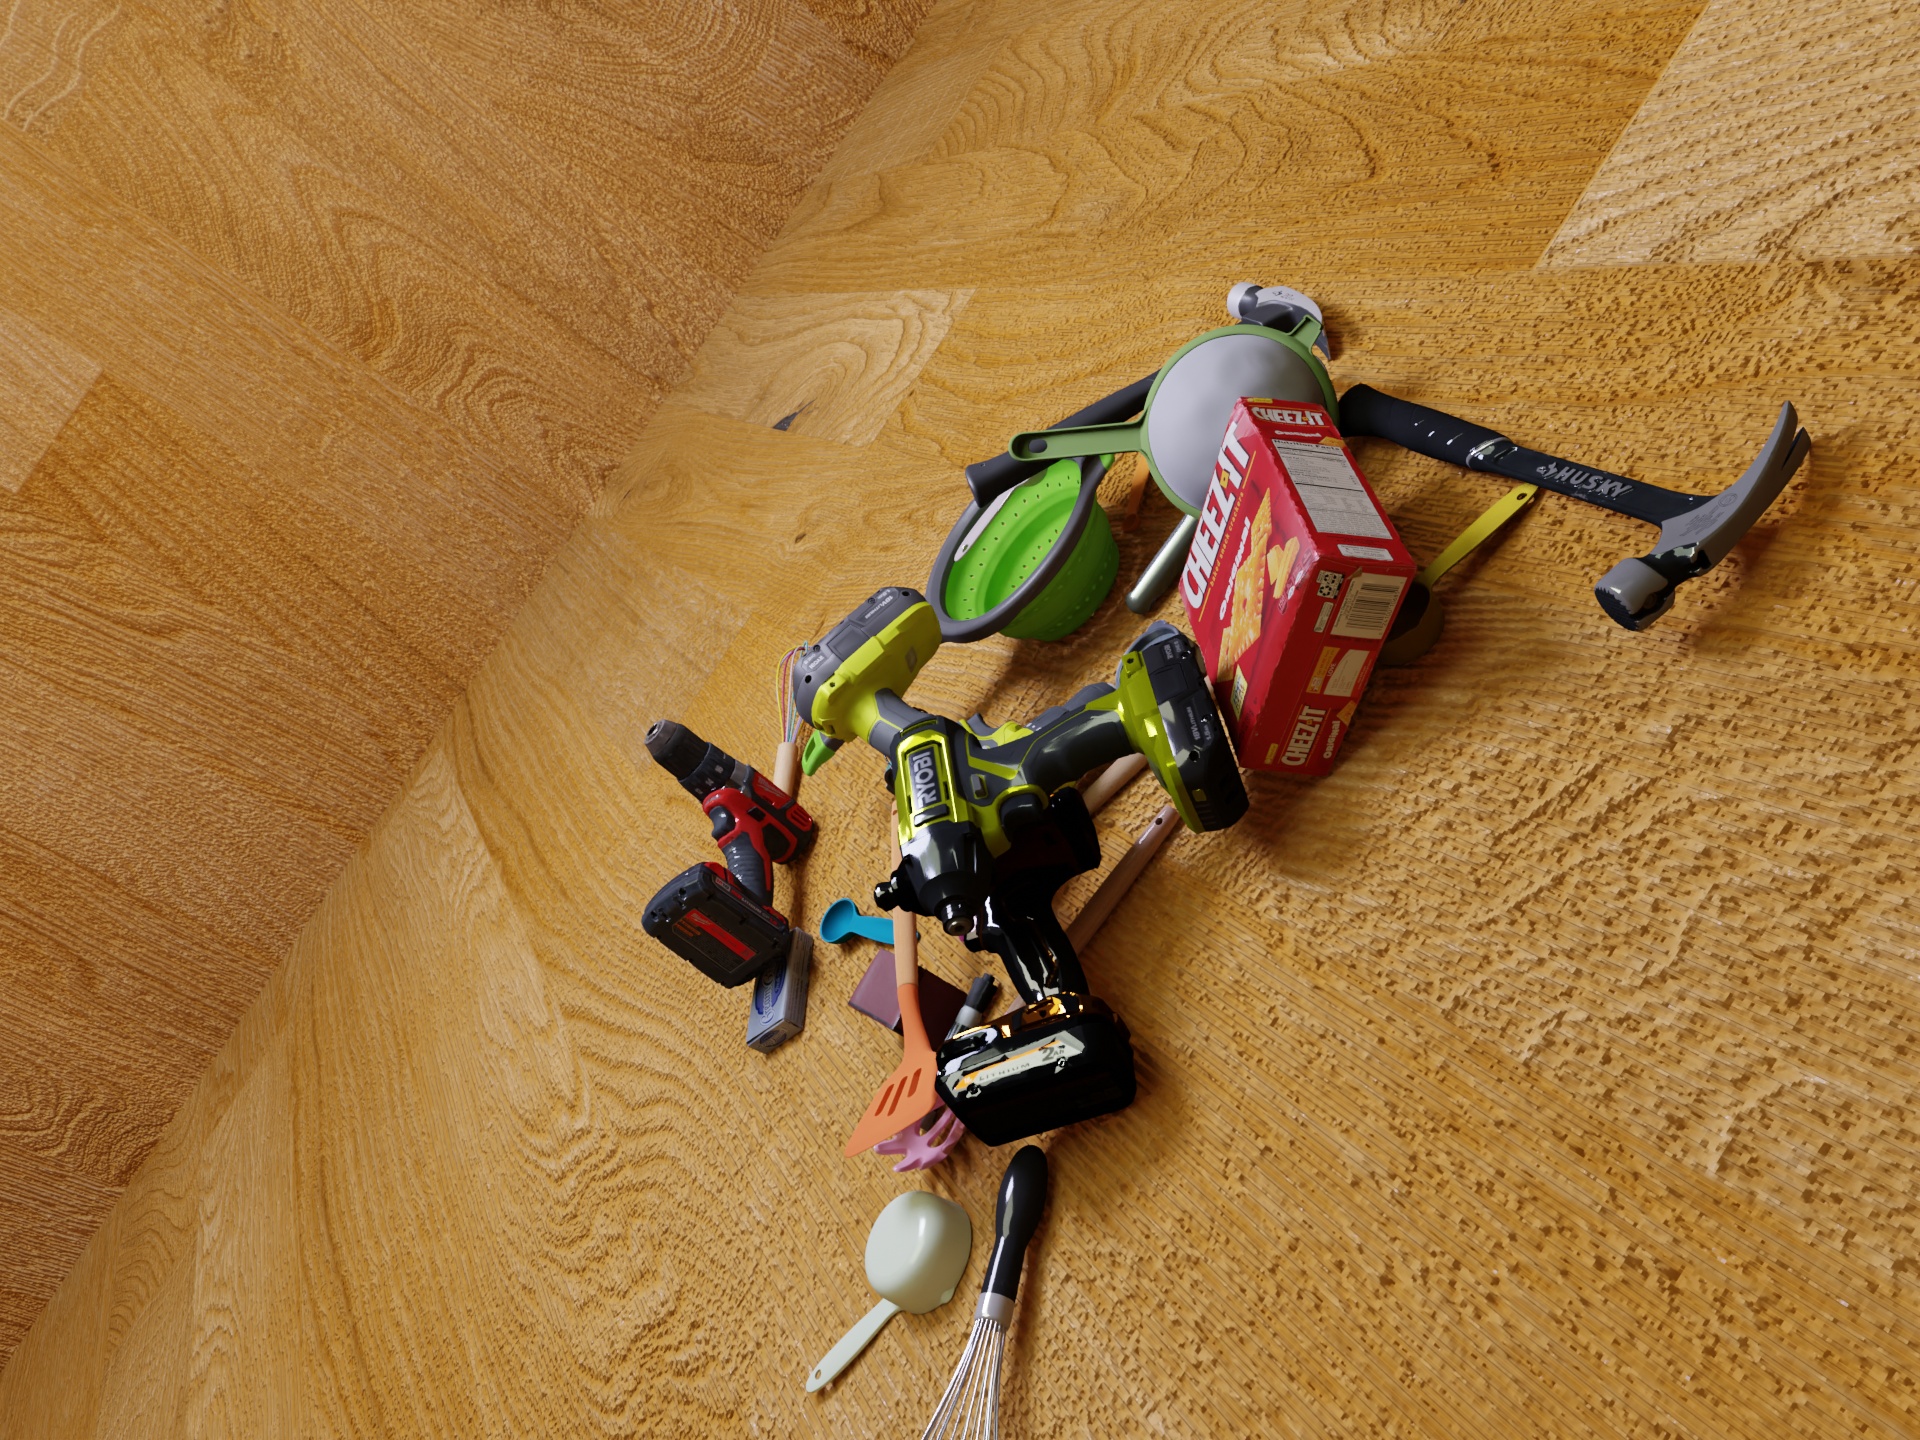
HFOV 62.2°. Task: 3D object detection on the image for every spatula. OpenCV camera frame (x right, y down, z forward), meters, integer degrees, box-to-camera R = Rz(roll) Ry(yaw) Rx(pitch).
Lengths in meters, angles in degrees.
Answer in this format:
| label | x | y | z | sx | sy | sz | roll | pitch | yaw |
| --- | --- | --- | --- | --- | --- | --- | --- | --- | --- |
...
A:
| label | x | y | z | sx | sy | sz | roll | pitch | yaw |
| --- | --- | --- | --- | --- | --- | --- | --- | --- | --- |
| spatula | -0.045 | 0.173 | 1.162 | 0.081 | 0.041 | 0.323 | -35 | 36 | 25 |

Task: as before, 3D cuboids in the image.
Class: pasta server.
| label | x | y | z | sx | sy | sz | roll | pitch | yaw |
| --- | --- | --- | --- | --- | --- | --- | --- | --- | --- |
| pasta server | 0.051 | 0.186 | 1.114 | 0.060 | 0.040 | 0.316 | 38 | 91 | 34 |

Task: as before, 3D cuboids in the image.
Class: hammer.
| label | x | y | z | sx | sy | sz | roll | pitch | yaw |
| --- | --- | --- | --- | --- | --- | --- | --- | --- | --- |
| hammer | 0.354 | -0.172 | 1.018 | 0.149 | 0.036 | 0.409 | -42 | 26 | 2 |
| hammer | 0.149 | -0.265 | 1.308 | 0.335 | 0.035 | 0.146 | -31 | 33 | -11 |

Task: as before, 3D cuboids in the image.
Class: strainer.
| label | x | y | z | sx | sy | sz | roll | pitch | yaw |
| --- | --- | --- | --- | --- | --- | --- | --- | --- | --- |
| strainer | 0.150 | -0.217 | 1.191 | 0.256 | 0.069 | 0.151 | -2 | 95 | 22 |

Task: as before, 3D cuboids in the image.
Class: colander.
| label | x | y | z | sx | sy | sz | roll | pitch | yaw |
| --- | --- | --- | --- | --- | --- | --- | --- | --- | --- |
| colander | 0.016 | -0.079 | 1.398 | 0.397 | 0.094 | 0.205 | -47 | 28 | 15 |

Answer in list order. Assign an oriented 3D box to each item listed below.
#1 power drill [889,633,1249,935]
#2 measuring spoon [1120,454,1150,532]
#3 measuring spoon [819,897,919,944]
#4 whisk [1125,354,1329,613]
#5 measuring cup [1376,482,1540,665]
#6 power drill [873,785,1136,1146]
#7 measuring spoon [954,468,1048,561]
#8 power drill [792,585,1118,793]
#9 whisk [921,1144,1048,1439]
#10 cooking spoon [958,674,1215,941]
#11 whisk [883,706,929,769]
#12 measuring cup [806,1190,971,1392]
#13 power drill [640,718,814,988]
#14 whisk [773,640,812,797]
| label | x | y | z | sx | sy | sz | roll | pitch | yaw |
| --- | --- | --- | --- | --- | --- | --- | --- | --- | --- |
| power drill | 0.066 | 0.044 | 1.044 | 0.223 | 0.080 | 0.171 | -21 | 43 | 11 |
| measuring spoon | 0.162 | -0.207 | 1.407 | 0.021 | 0.011 | 0.117 | -26 | 35 | 45 |
| measuring spoon | -0.072 | 0.179 | 1.347 | 0.129 | 0.021 | 0.042 | 4 | 63 | 49 |
| whisk | 0.209 | -0.188 | 1.270 | 0.246 | 0.059 | 0.058 | -55 | -11 | 10 |
| measuring cup | 0.319 | -0.094 | 1.022 | 0.156 | 0.029 | 0.062 | -42 | 27 | -1 |
| power drill | 0.024 | 0.161 | 1.064 | 0.164 | 0.084 | 0.227 | -20 | 47 | 12 |
| measuring spoon | 0.037 | -0.180 | 1.366 | 0.124 | 0.018 | 0.034 | -49 | 28 | 24 |
| power drill | -0.002 | -0.004 | 1.242 | 0.190 | 0.080 | 0.229 | -43 | 61 | -15 |
| whisk | 0.013 | 0.383 | 0.944 | 0.070 | 0.070 | 0.285 | -27 | 33 | 43 |
| cooking spoon | 0.101 | 0.057 | 1.197 | 0.319 | 0.017 | 0.069 | -45 | 29 | 20 |
| whisk | -0.014 | 0.070 | 1.264 | 0.055 | 0.055 | 0.239 | -44 | 47 | 20 |
| measuring cup | -0.061 | 0.386 | 1.066 | 0.167 | 0.038 | 0.083 | -49 | 28 | 7 |
| power drill | -0.224 | 0.111 | 1.448 | 0.080 | 0.187 | 0.227 | -37 | 26 | 25 |
| whisk | -0.174 | 0.011 | 1.666 | 0.051 | 0.047 | 0.245 | -46 | 31 | 43 |
